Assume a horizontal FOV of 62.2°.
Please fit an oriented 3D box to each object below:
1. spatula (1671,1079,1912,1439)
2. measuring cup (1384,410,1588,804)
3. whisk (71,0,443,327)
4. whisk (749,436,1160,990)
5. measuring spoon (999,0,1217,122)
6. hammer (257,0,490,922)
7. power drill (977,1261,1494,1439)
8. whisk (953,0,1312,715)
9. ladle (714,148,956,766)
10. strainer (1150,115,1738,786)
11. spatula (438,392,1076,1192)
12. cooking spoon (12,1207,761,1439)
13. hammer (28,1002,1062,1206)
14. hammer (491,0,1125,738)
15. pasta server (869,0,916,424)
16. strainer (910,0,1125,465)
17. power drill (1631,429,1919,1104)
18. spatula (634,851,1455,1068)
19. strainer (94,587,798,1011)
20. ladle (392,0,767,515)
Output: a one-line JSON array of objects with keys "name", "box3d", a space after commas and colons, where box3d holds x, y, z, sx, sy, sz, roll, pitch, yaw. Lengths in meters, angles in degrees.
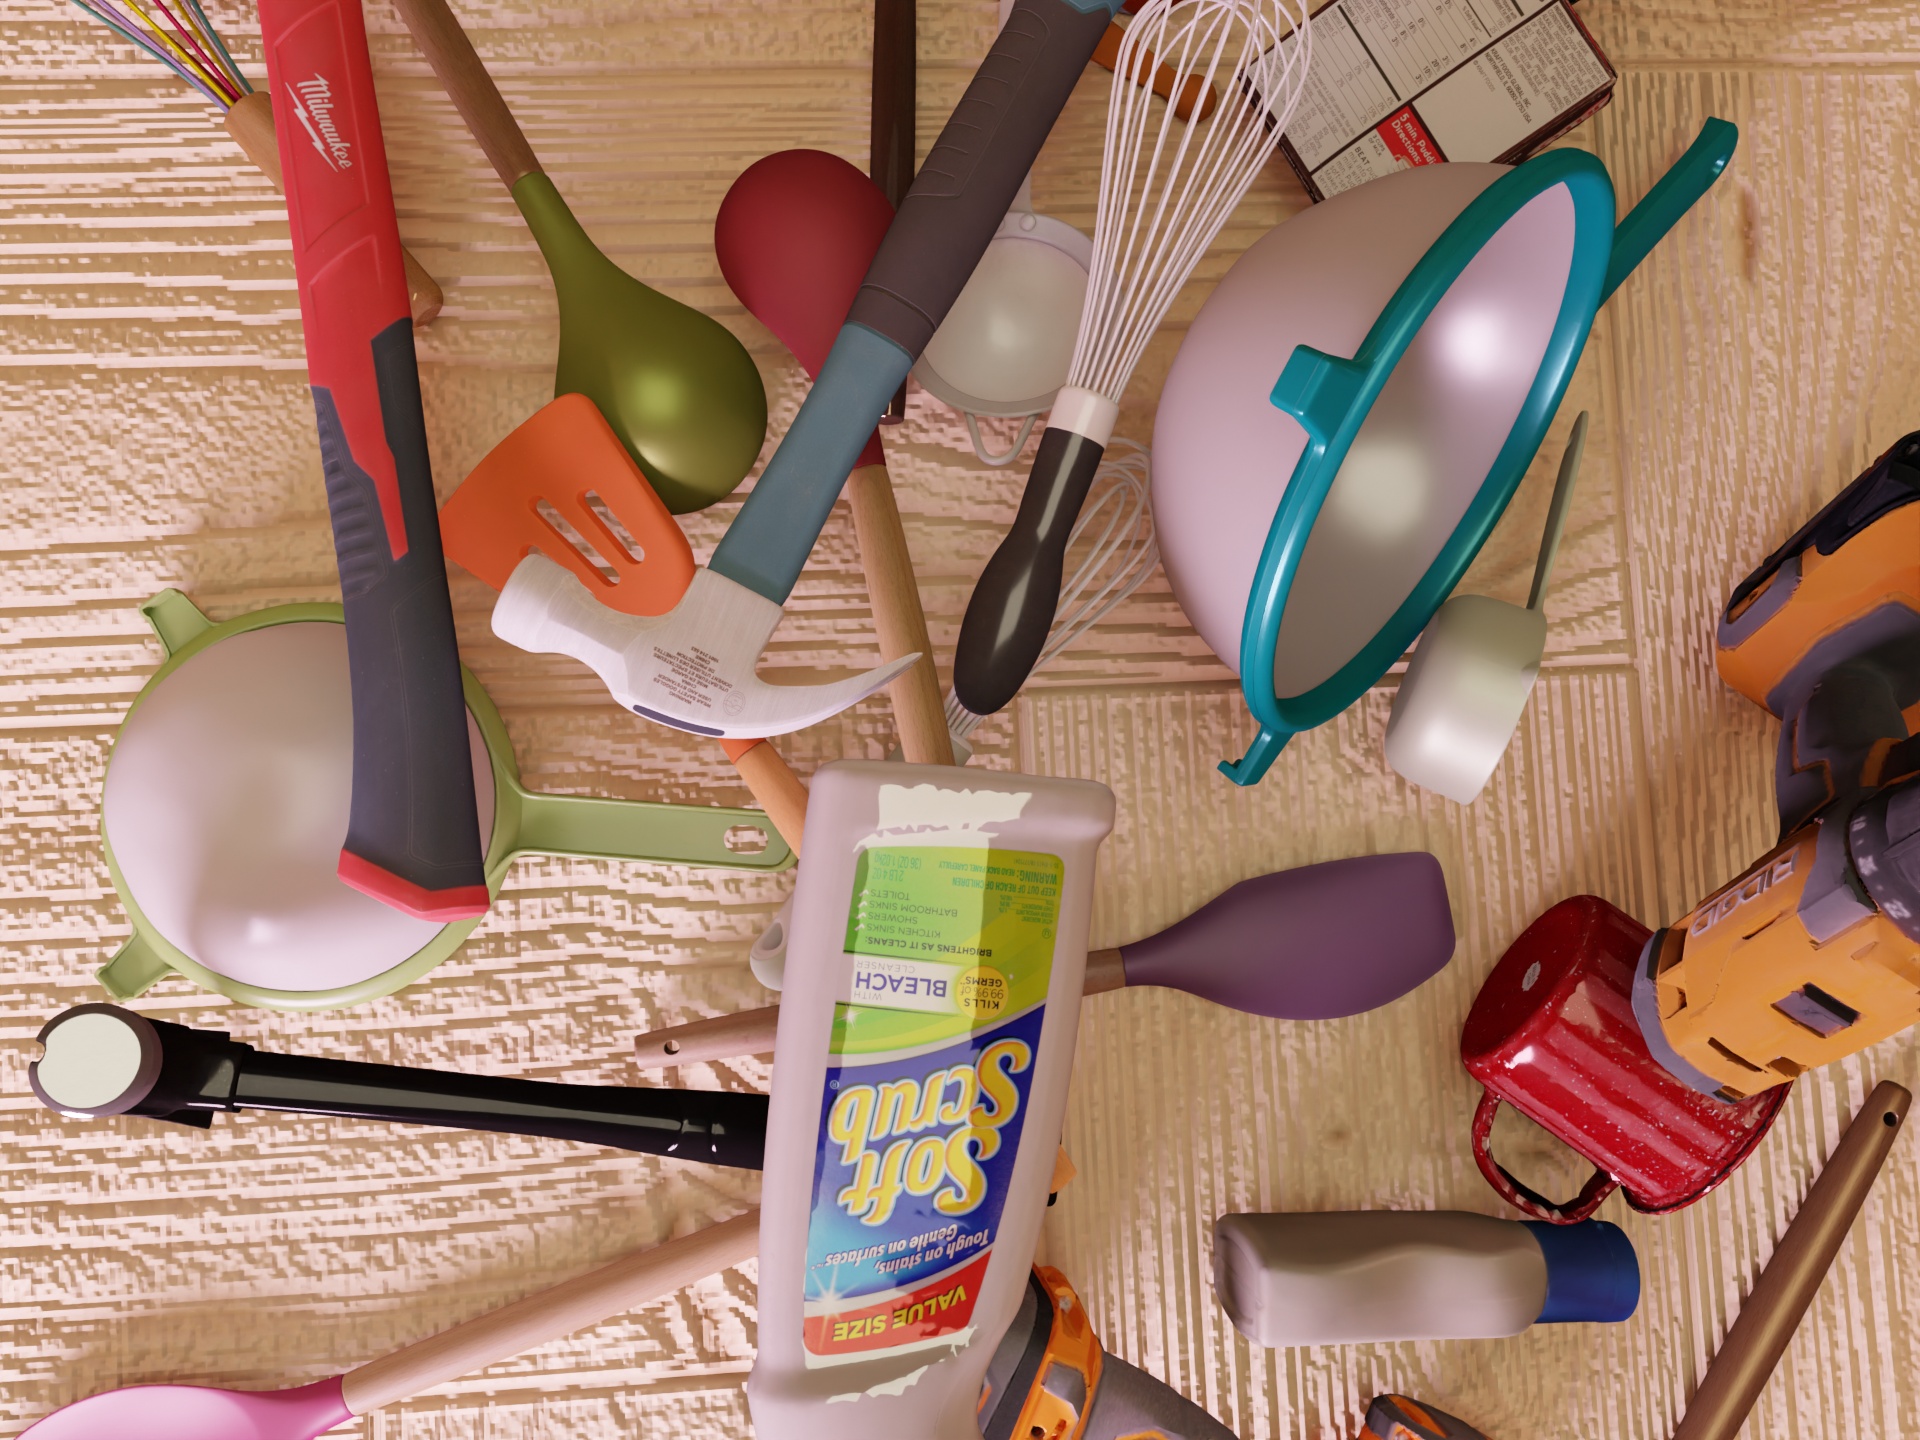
[{"name": "spatula", "box3d": [0.283, 0.274, 0.593, 0.082, 0.044, 0.317, 33, 82, 2]}, {"name": "measuring cup", "box3d": [0.201, -0.051, 0.605, 0.038, 0.083, 0.168, 19, 75, 8]}, {"name": "whisk", "box3d": [-0.284, -0.243, 0.592, 0.051, 0.047, 0.245, -42, 93, -8]}, {"name": "whisk", "box3d": [-0.001, -0.002, 0.594, 0.059, 0.058, 0.246, 38, 87, -32]}, {"name": "measuring spoon", "box3d": [0.053, -0.277, 0.637, 0.117, 0.011, 0.021, 33, 83, -1]}, {"name": "hammer", "box3d": [-0.188, -0.126, 0.541, 0.143, 0.038, 0.386, -10, 82, -8]}, {"name": "power drill", "box3d": [0.073, 0.296, 0.558, 0.226, 0.084, 0.164, 24, 84, -6]}, {"name": "whisk", "box3d": [0.055, -0.135, 0.556, 0.070, 0.070, 0.284, 20, 91, -3]}, {"name": "ladle", "box3d": [-0.030, -0.065, 0.572, 0.069, 0.031, 0.315, -12, 83, -5]}, {"name": "strainer", "box3d": [0.171, -0.147, 0.583, 0.095, 0.210, 0.340, 33, 61, 25]}, {"name": "spatula", "box3d": [-0.064, 0.032, 0.557, 0.081, 0.041, 0.323, -39, 82, 15]}, {"name": "cooking spoon", "box3d": [-0.194, 0.232, 0.571, 0.319, 0.017, 0.069, -20, 88, -5]}, {"name": "hammer", "box3d": [-0.121, 0.136, 0.547, 0.334, 0.146, 0.035, 10, 73, -15]}, {"name": "hammer", "box3d": [-0.024, -0.143, 0.554, 0.128, 0.033, 0.331, 29, 77, -7]}, {"name": "pasta server", "box3d": [-0.027, -0.273, 0.618, 0.060, 0.040, 0.316, 0, 86, 8]}, {"name": "strainer", "box3d": [0.023, -0.217, 0.612, 0.087, 0.050, 0.258, 2, 82, 6]}, {"name": "power drill", "box3d": [0.310, 0.000, 0.513, 0.084, 0.185, 0.226, 32, 53, 4]}, {"name": "spatula", "box3d": [0.036, 0.100, 0.601, 0.316, 0.018, 0.060, -8, 86, -6]}, {"name": "strainer", "box3d": [-0.185, 0.034, 0.562, 0.256, 0.069, 0.151, 5, 85, -3]}, {"name": "ladle", "box3d": [-0.174, -0.218, 0.605, 0.078, 0.062, 0.320, -31, 81, -6]}]
